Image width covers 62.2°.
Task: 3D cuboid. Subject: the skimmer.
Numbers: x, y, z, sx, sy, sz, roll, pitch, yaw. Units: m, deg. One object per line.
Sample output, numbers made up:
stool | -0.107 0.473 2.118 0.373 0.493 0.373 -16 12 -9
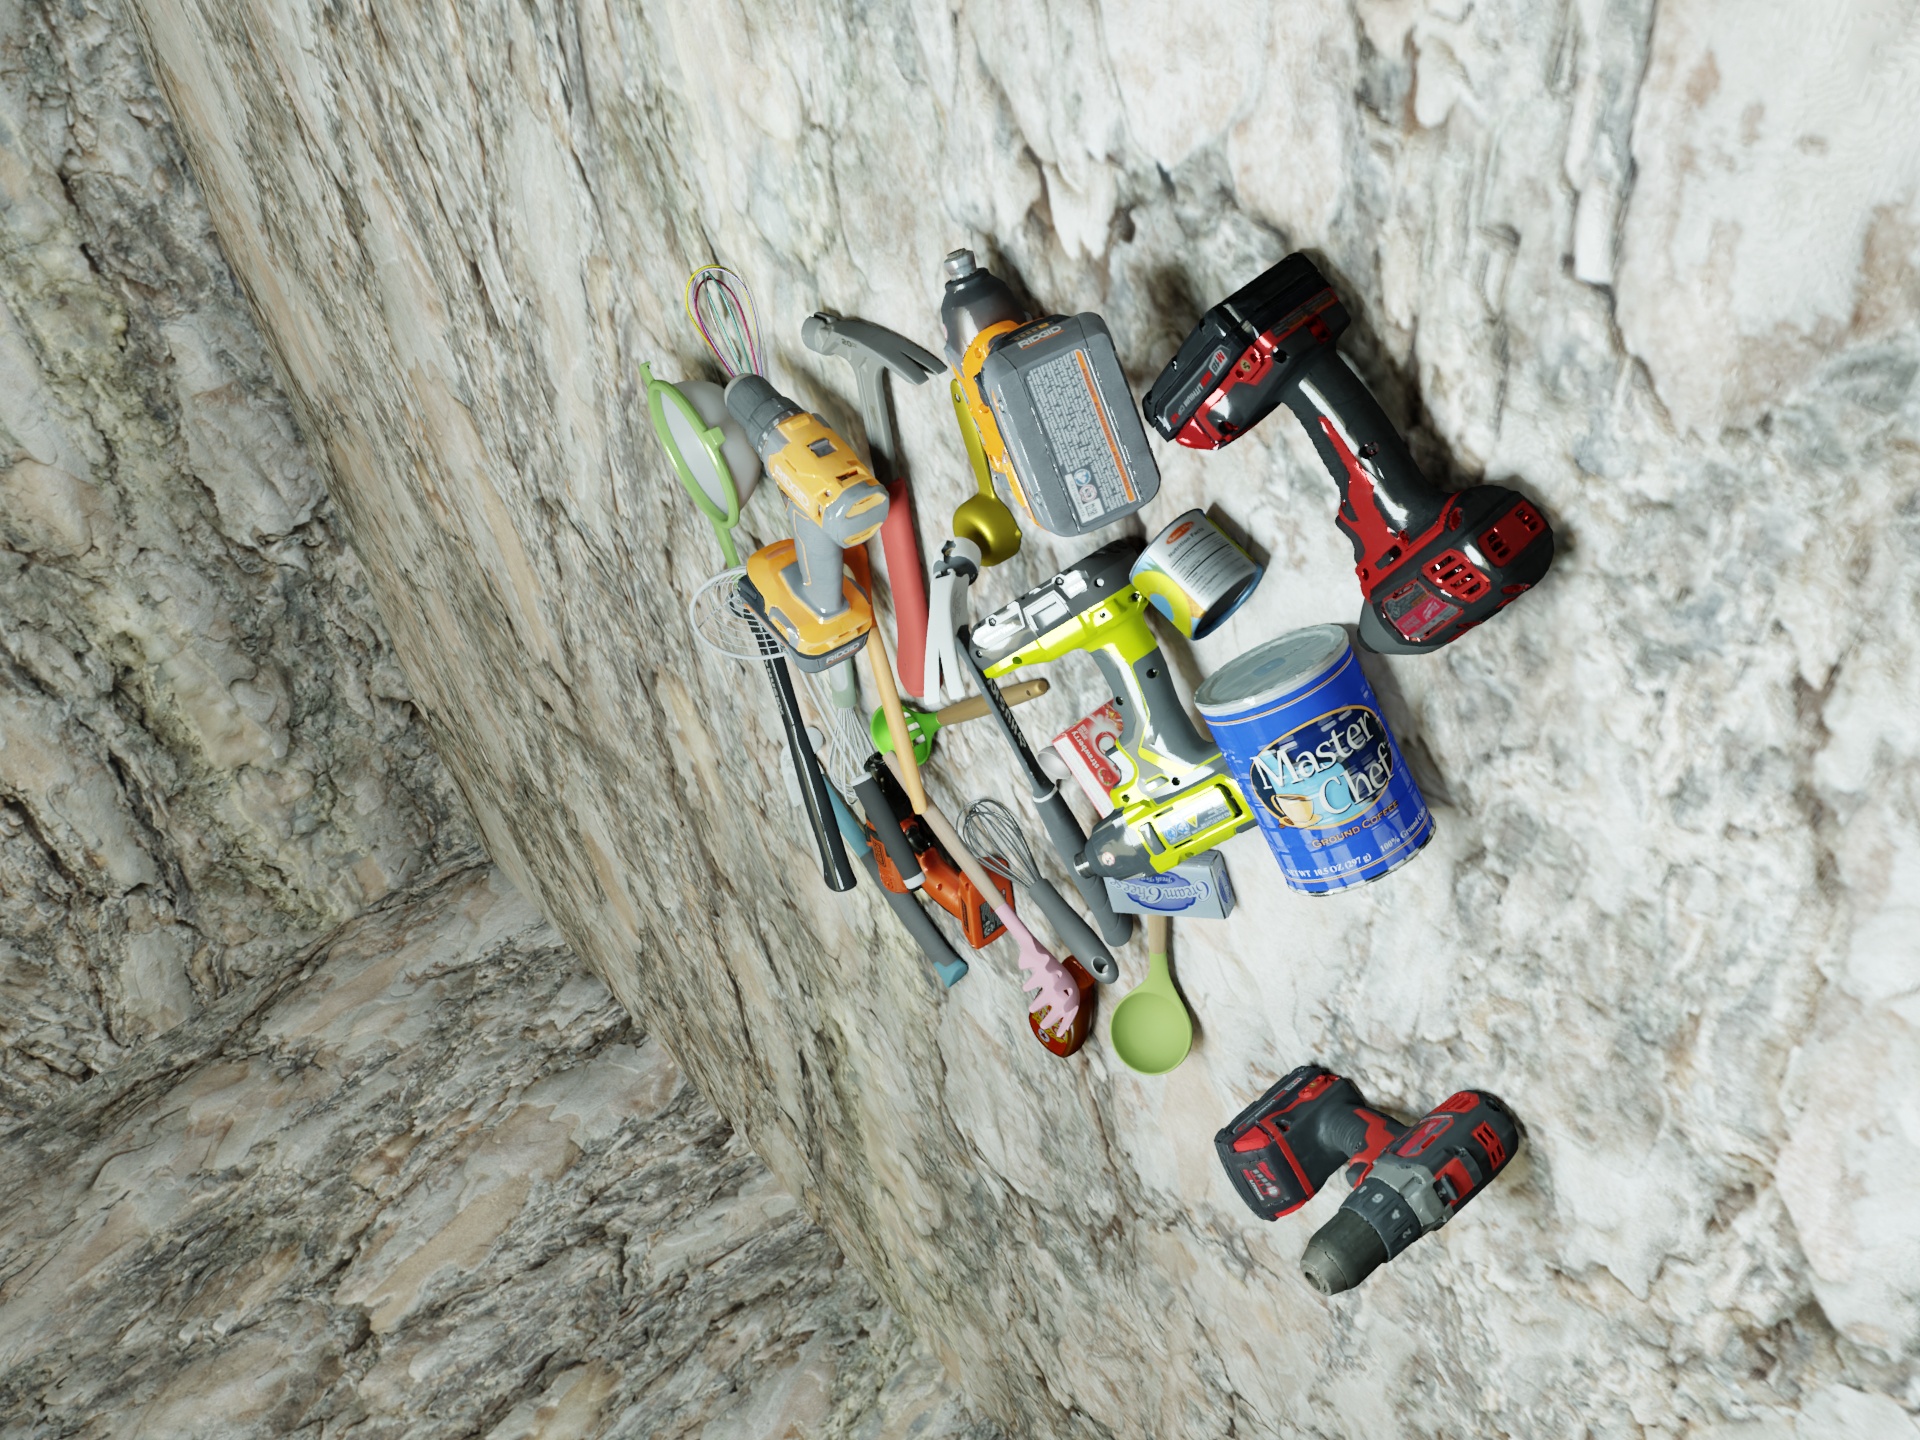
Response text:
skimmer | -0.134 0.013 1.537 0.127 0.090 0.363 -24 99 21

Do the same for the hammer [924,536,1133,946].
hammer | 0.063 0.050 1.281 0.036 0.149 0.408 -13 131 20

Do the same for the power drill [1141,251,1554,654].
power drill | 0.210 -0.133 0.879 0.220 0.078 0.143 50 154 6

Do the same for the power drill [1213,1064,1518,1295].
power drill | 0.283 0.341 1.188 0.080 0.188 0.227 59 158 -6

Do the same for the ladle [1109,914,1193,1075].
ladle | 0.162 0.185 1.356 0.078 0.062 0.319 18 135 26

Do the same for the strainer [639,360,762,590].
strainer | -0.216 -0.224 1.513 0.152 0.069 0.256 45 159 37

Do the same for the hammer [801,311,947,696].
hammer | -0.048 -0.161 1.331 0.149 0.037 0.358 33 146 38

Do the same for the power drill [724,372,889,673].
power drill | -0.142 -0.171 1.357 0.185 0.084 0.226 48 150 24

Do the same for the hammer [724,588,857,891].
hammer | -0.167 0.019 1.658 0.146 0.035 0.334 1 109 67

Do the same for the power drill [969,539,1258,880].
power drill | 0.110 0.001 1.134 0.171 0.080 0.223 -30 92 28

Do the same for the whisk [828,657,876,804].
whisk | -0.117 -0.013 1.615 0.058 0.059 0.246 8 130 15

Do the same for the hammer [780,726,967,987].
hammer | -0.098 0.161 1.800 0.331 0.033 0.128 54 154 3

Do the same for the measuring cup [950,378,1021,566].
measuring cup | 0.006 -0.185 1.213 0.062 0.029 0.156 27 144 44

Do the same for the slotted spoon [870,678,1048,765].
slotted spoon | -0.002 -0.005 1.449 0.070 0.031 0.314 59 152 -7

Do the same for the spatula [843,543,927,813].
spatula | -0.085 -0.061 1.474 0.081 0.041 0.322 6 115 56

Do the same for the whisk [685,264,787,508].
whisk | -0.186 -0.290 1.411 0.051 0.047 0.244 26 145 44

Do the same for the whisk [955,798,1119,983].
whisk | 0.069 0.155 1.452 0.239 0.055 0.055 49 155 37

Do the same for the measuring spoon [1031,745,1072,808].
measuring spoon | 0.079 0.051 1.393 0.034 0.018 0.124 32 157 9

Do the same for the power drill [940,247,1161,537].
power drill | 0.042 -0.212 0.998 0.227 0.084 0.164 -119 5 -68

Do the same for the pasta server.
pasta server | 0.017 0.159 1.515 0.316 0.040 0.060 53 147 11
